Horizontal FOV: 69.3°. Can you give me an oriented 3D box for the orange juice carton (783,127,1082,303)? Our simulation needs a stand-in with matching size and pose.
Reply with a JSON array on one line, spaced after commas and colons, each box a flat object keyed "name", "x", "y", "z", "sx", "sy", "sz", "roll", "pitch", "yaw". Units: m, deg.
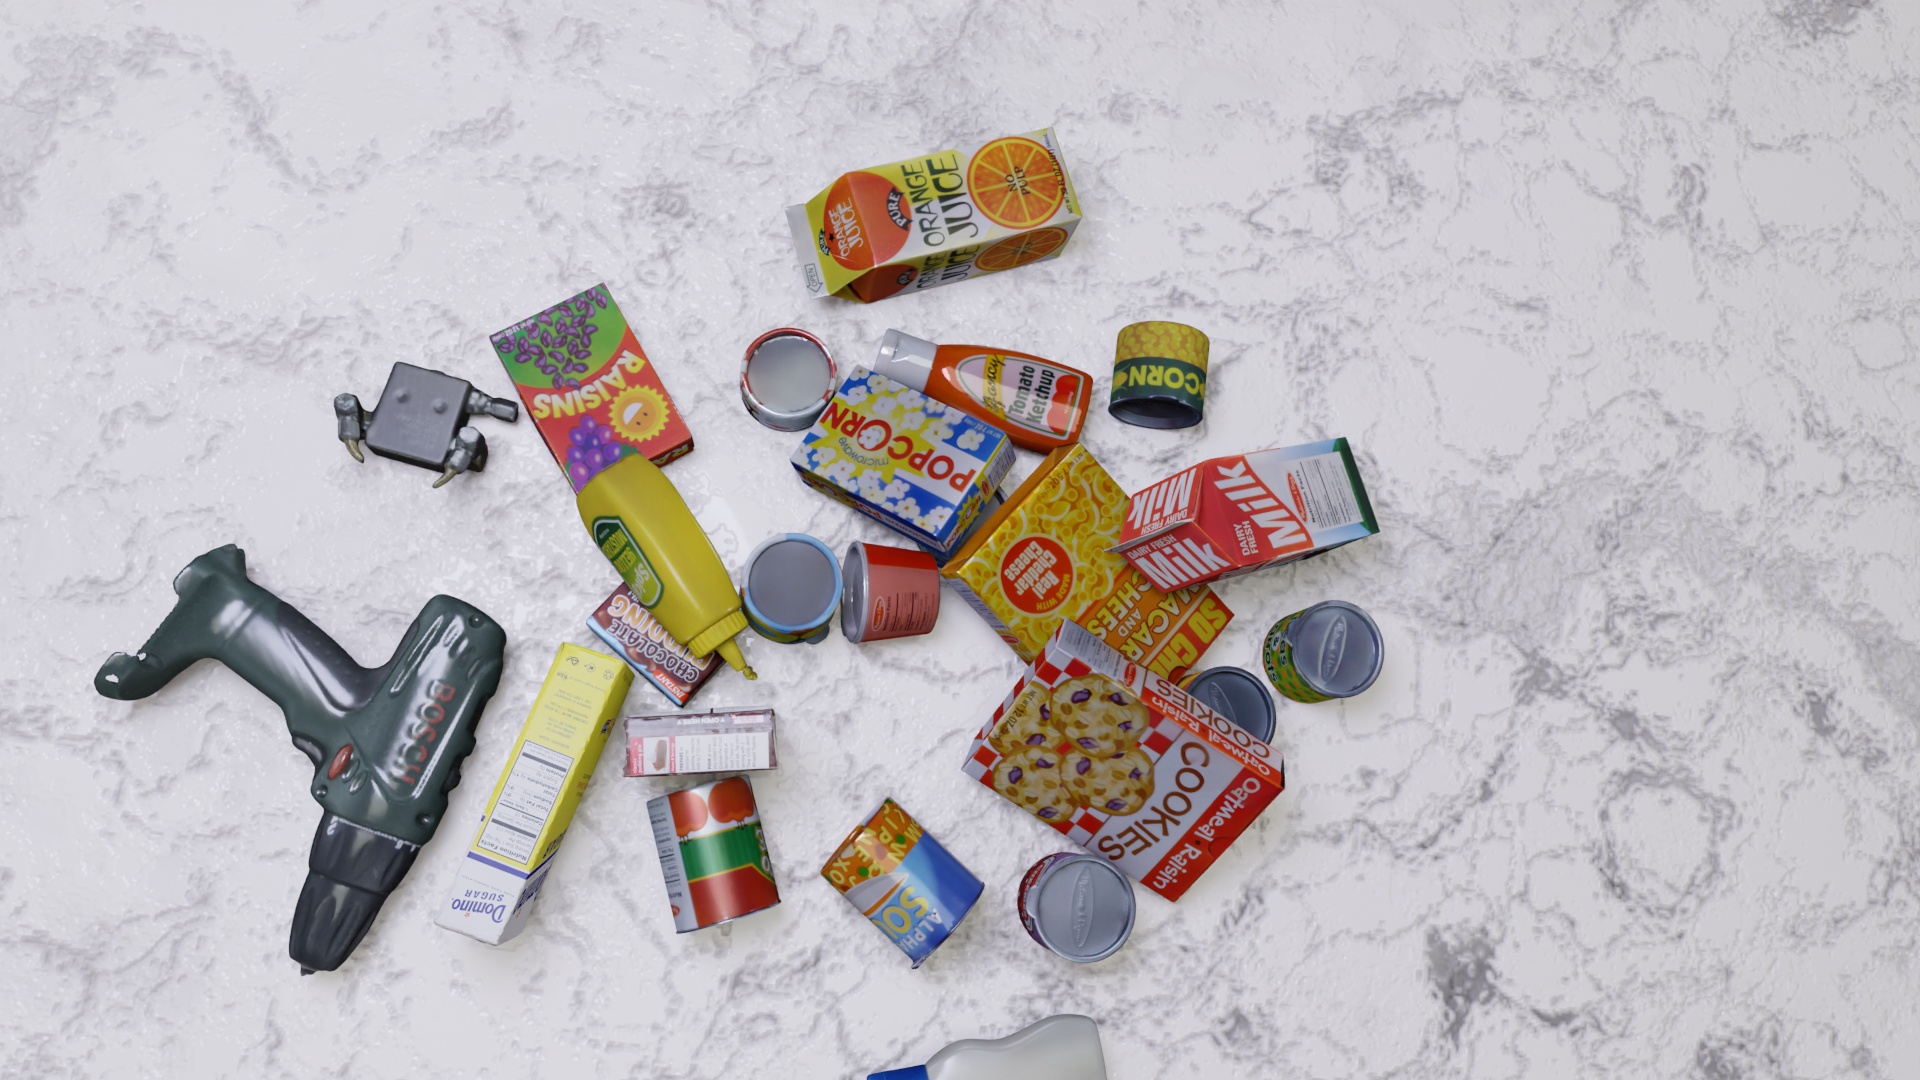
[{"name": "orange juice carton", "x": -0.021, "y": -0.222, "z": 0.967, "sx": 0.193, "sy": 0.073, "sz": 0.072, "roll": -16, "pitch": 82, "yaw": -12}]

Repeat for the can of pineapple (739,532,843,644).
[{"name": "can of pineapple", "x": -0.110, "y": 0.033, "z": 0.908, "sx": 0.071, "sy": 0.057, "sz": 0.071, "roll": 2, "pitch": 78, "yaw": -9}]

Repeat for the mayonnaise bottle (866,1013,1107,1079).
[{"name": "mayonnaise bottle", "x": 0.016, "y": 0.342, "z": 0.875, "sx": 0.148, "sy": 0.041, "sz": 0.065, "roll": -7, "pitch": 78, "yaw": -9}]

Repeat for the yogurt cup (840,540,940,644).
[{"name": "yogurt cup", "x": -0.046, "y": 0.034, "z": 0.917, "sx": 0.054, "sy": 0.072, "sz": 0.072, "roll": 2, "pitch": 78, "yaw": -17}]

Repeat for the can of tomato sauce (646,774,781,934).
[{"name": "can of tomato sauce", "x": -0.152, "y": 0.194, "z": 0.865, "sx": 0.071, "sy": 0.071, "sz": 0.083, "roll": -14, "pitch": 81, "yaw": -12}]

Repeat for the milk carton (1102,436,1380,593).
[{"name": "milk carton", "x": 0.184, "y": -0.015, "z": 0.921, "sx": 0.191, "sy": 0.072, "sz": 0.073, "roll": -11, "pitch": 80, "yaw": -39}]

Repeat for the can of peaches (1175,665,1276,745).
[{"name": "can of peaches", "x": 0.169, "y": 0.120, "z": 0.936, "sx": 0.071, "sy": 0.058, "sz": 0.071, "roll": 2, "pitch": 79, "yaw": -9}]

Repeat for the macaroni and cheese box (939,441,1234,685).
[{"name": "macaroni and cheese box", "x": 0.087, "y": 0.037, "z": 0.929, "sx": 0.166, "sy": 0.040, "sz": 0.124, "roll": 46, "pitch": 75, "yaw": -12}]

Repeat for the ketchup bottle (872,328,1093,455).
[{"name": "ketchup bottle", "x": 0.014, "y": -0.107, "z": 0.965, "sx": 0.149, "sy": 0.043, "sz": 0.065, "roll": 18, "pitch": 76, "yaw": -5}]

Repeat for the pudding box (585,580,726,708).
[{"name": "pudding box", "x": -0.196, "y": 0.064, "z": 0.902, "sx": 0.084, "sy": 0.030, "sz": 0.050, "roll": 42, "pitch": 76, "yaw": 1}]

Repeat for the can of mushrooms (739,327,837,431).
[{"name": "can of mushrooms", "x": -0.118, "y": -0.112, "z": 0.950, "sx": 0.071, "sy": 0.033, "sz": 0.071, "roll": 2, "pitch": 79, "yaw": -8}]

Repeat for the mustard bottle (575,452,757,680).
[{"name": "mustard bottle", "x": -0.176, "y": 0.023, "z": 0.868, "sx": 0.049, "sy": 0.065, "sz": 0.160, "roll": -35, "pitch": 89, "yaw": -37}]

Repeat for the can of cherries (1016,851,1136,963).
[{"name": "can of cherries", "x": 0.071, "y": 0.234, "z": 0.896, "sx": 0.071, "sy": 0.058, "sz": 0.071, "roll": 2, "pitch": 80, "yaw": -9}]

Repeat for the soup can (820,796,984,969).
[{"name": "soup can", "x": -0.038, "y": 0.215, "z": 0.877, "sx": 0.084, "sy": 0.071, "sz": 0.071, "roll": 42, "pitch": 76, "yaw": 1}]

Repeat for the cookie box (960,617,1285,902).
[{"name": "cookie box", "x": 0.103, "y": 0.144, "z": 0.892, "sx": 0.167, "sy": 0.122, "sz": 0.040, "roll": 33, "pitch": 30, "yaw": -2}]

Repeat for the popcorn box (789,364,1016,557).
[{"name": "popcorn box", "x": -0.038, "y": -0.054, "z": 0.922, "sx": 0.127, "sy": 0.038, "sz": 0.085, "roll": 27, "pitch": 74, "yaw": 25}]

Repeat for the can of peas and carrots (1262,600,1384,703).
[{"name": "can of peas and carrots", "x": 0.246, "y": 0.077, "z": 0.957, "sx": 0.071, "sy": 0.058, "sz": 0.071, "roll": 2, "pitch": 78, "yaw": -8}]

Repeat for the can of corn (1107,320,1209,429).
[{"name": "can of corn", "x": 0.140, "y": -0.116, "z": 0.973, "sx": 0.071, "sy": 0.071, "sz": 0.058, "roll": 10, "pitch": 77, "yaw": -7}]

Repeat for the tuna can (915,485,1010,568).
[{"name": "tuna can", "x": 0.003, "y": -0.012, "z": 0.949, "sx": 0.071, "sy": 0.032, "sz": 0.071, "roll": 2, "pitch": 78, "yaw": -9}]

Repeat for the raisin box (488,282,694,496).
[{"name": "raisin box", "x": -0.244, "y": -0.096, "z": 0.923, "sx": 0.086, "sy": 0.040, "sz": 0.123, "roll": -29, "pitch": 83, "yaw": -14}]
